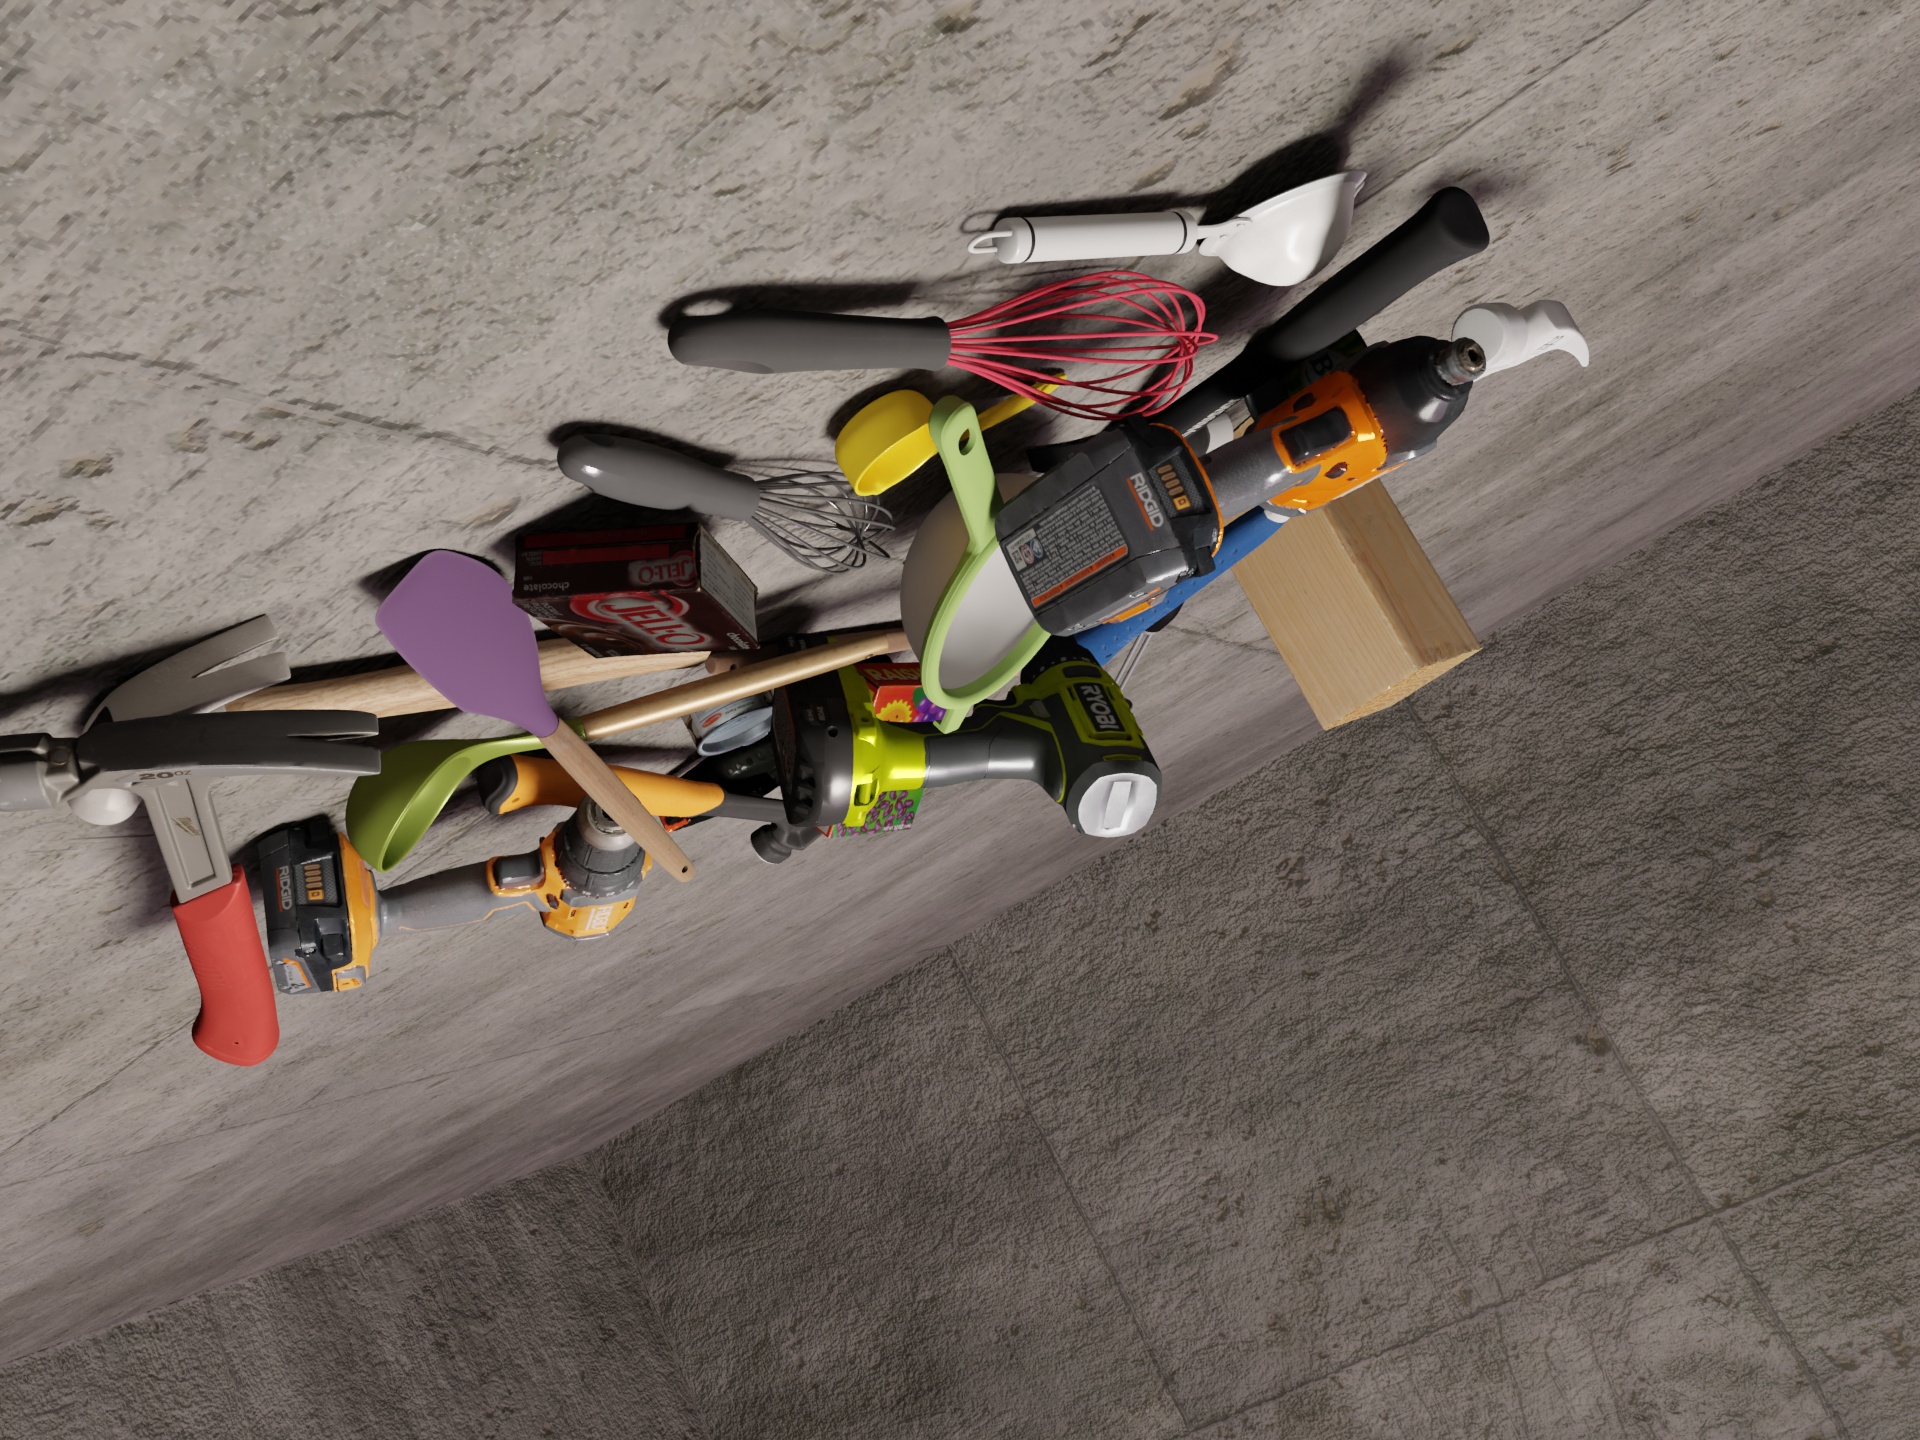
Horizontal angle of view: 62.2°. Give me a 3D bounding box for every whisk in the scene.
[{"bbox_3d":[0.004,-0.168,0.709,0.295,0.073,0.073,-10,159,-37],"label":"whisk"},{"bbox_3d":[-0.105,-0.105,0.764,0.055,0.055,0.238,-34,162,25],"label":"whisk"}]

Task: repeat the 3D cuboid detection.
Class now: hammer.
[{"bbox_3d":[-0.191,0.050,1.105,0.127,0.034,0.336,-38,155,23],"label":"hammer"},{"bbox_3d":[-0.364,0.098,0.800,0.149,0.037,0.359,-4,151,-19],"label":"hammer"},{"bbox_3d":[0.213,-0.138,1.009,0.144,0.035,0.405,-16,166,-43],"label":"hammer"},{"bbox_3d":[-0.261,-0.020,0.804,0.331,0.031,0.130,-14,162,-46],"label":"hammer"},{"bbox_3d":[0.155,-0.188,0.839,0.146,0.035,0.335,-20,178,-23],"label":"hammer"}]

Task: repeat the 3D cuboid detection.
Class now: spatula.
[{"bbox_3d":[-0.204,0.013,0.833,0.060,0.018,0.315,-53,150,-17],"label":"spatula"}]

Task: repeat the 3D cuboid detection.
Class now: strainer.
[{"bbox_3d":[-0.001,-0.106,0.852,0.151,0.069,0.256,-49,157,-11],"label":"strainer"},{"bbox_3d":[0.107,-0.225,0.741,0.258,0.050,0.087,-14,176,-34],"label":"strainer"}]

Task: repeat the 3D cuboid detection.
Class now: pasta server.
[{"bbox_3d":[-0.044,-0.052,1.103,0.316,0.040,0.060,-11,125,-46],"label":"pasta server"}]

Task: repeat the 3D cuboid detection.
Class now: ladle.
[{"bbox_3d":[-0.183,0.008,0.897,0.320,0.062,0.078,-18,168,-20],"label":"ladle"}]

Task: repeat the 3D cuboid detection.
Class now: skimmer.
[{"bbox_3d":[0.133,-0.070,1.410,0.127,0.090,0.363,-18,154,-26],"label":"skimmer"}]

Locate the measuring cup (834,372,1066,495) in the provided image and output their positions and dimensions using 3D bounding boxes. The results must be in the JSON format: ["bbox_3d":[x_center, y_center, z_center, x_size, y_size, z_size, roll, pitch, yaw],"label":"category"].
[{"bbox_3d":[-0.003,-0.161,0.818,0.156,0.029,0.062,-33,172,-37],"label":"measuring cup"}]

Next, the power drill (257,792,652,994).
[{"bbox_3d":[-0.301,0.097,0.968,0.226,0.084,0.185,-7,160,-22],"label":"power drill"}]

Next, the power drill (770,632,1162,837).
[{"bbox_3d":[-0.002,-0.003,1.016,0.228,0.191,0.080,0,126,-15],"label":"power drill"}]

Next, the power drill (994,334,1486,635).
[{"bbox_3d":[0.146,-0.128,0.793,0.226,0.084,0.164,-25,179,-27],"label":"power drill"}]
